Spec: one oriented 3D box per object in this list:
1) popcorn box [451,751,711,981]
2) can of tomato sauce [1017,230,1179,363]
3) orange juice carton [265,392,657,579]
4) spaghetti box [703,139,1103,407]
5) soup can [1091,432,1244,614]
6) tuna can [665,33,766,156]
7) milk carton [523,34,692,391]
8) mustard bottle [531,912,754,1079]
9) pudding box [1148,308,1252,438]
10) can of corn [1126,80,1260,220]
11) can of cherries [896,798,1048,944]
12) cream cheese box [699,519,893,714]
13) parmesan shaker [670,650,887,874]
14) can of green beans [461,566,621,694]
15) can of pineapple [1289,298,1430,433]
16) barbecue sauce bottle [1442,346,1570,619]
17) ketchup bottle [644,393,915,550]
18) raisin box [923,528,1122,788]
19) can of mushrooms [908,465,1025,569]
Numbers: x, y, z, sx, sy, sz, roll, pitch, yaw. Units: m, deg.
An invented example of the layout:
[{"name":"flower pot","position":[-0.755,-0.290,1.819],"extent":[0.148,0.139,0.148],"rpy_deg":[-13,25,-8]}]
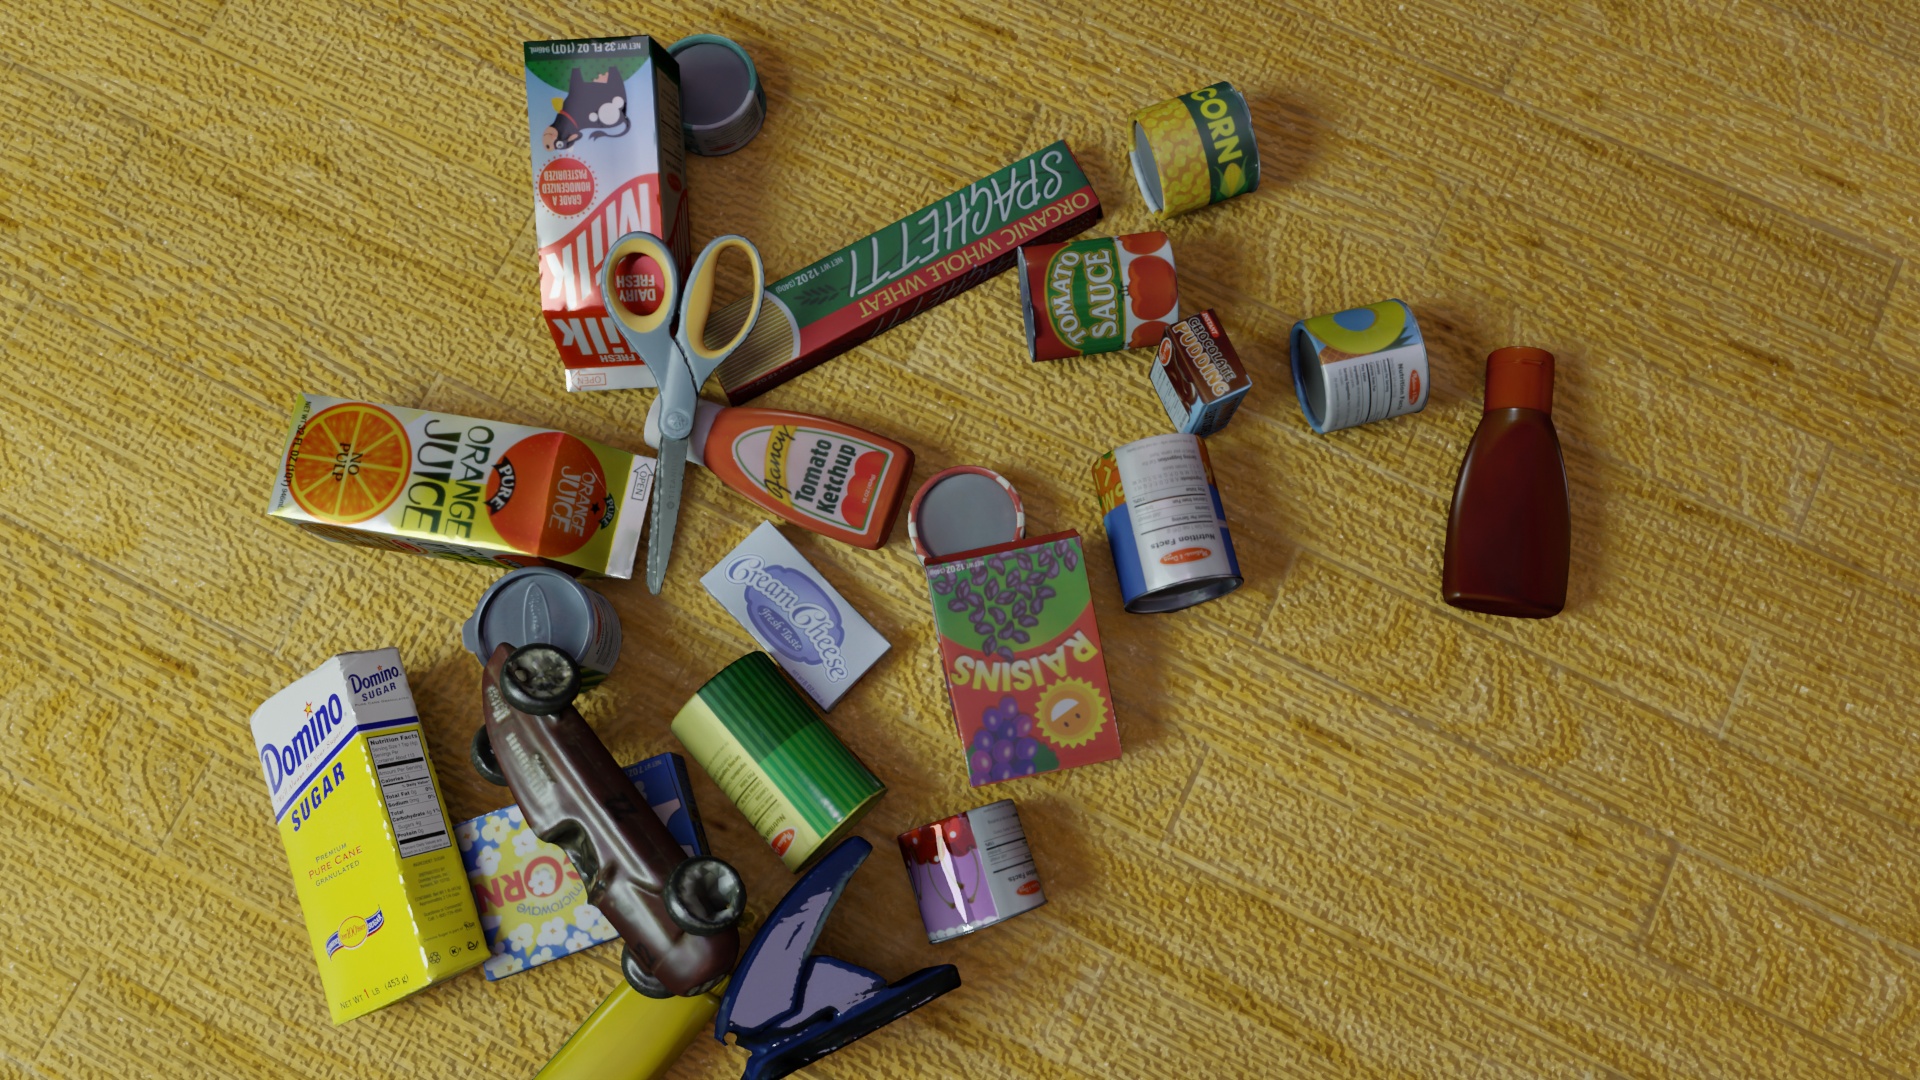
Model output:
[{"name":"popcorn box","position":[-0.201,0.175,0.749],"extent":[0.127,0.038,0.085],"rpy_deg":[-19,77,-2]},{"name":"can of tomato sauce","position":[0.078,-0.139,0.791],"extent":[0.083,0.071,0.071],"rpy_deg":[-7,78,0]},{"name":"orange juice carton","position":[-0.270,-0.026,0.776],"extent":[0.193,0.073,0.072],"rpy_deg":[9,79,3]},{"name":"spaghetti box","position":[-0.035,-0.159,0.820],"extent":[0.250,0.028,0.050],"rpy_deg":[-28,80,-4]},{"name":"soup can","position":[0.112,-0.008,0.765],"extent":[0.071,0.071,0.084],"rpy_deg":[-12,74,-1]},{"name":"tuna can","position":[-0.155,-0.273,0.845],"extent":[0.071,0.032,0.071],"rpy_deg":[0,79,1]},{"name":"milk carton","position":[-0.197,-0.182,0.793],"extent":[0.072,0.073,0.190],"rpy_deg":[-3,96,2]},{"name":"mustard bottle","position":[-0.166,0.254,0.721],"extent":[0.049,0.065,0.161],"rpy_deg":[39,74,10]},{"name":"pudding box","position":[0.132,-0.089,0.772],"extent":[0.030,0.083,0.050],"rpy_deg":[-24,78,-3]},{"name":"can of corn","position":[0.135,-0.227,0.808],"extent":[0.058,0.071,0.071],"rpy_deg":[-19,78,-1]},{"name":"can of cherries","position":[0.003,0.174,0.730],"extent":[0.071,0.071,0.058],"rpy_deg":[-19,79,-2]},{"name":"cream cheese box","position":[-0.092,0.042,0.780],"extent":[0.104,0.024,0.053],"rpy_deg":[44,80,9]},{"name":"parmesan shaker","position":[-0.096,0.116,0.742],"extent":[0.071,0.071,0.103],"rpy_deg":[-42,80,-7]},{"name":"can of green beans","position":[-0.226,0.051,0.766],"extent":[0.071,0.057,0.071],"rpy_deg":[0,79,2]},{"name":"can of pineapple","position":[0.223,-0.098,0.782],"extent":[0.058,0.071,0.071],"rpy_deg":[-13,78,-1]},{"name":"barbecue sauce bottle","position":[0.308,-0.033,0.776],"extent":[0.065,0.043,0.149],"rpy_deg":[8,78,4]},{"name":"ketchup bottle","position":[-0.104,-0.046,0.790],"extent":[0.149,0.043,0.064],"rpy_deg":[19,89,6]},{"name":"raisin box","position":[0.033,0.063,0.748],"extent":[0.086,0.040,0.123],"rpy_deg":[-12,96,-2]},{"name":"can of mushrooms","position":[0.003,-0.010,0.785],"extent":[0.071,0.033,0.071],"rpy_deg":[0,79,2]}]
